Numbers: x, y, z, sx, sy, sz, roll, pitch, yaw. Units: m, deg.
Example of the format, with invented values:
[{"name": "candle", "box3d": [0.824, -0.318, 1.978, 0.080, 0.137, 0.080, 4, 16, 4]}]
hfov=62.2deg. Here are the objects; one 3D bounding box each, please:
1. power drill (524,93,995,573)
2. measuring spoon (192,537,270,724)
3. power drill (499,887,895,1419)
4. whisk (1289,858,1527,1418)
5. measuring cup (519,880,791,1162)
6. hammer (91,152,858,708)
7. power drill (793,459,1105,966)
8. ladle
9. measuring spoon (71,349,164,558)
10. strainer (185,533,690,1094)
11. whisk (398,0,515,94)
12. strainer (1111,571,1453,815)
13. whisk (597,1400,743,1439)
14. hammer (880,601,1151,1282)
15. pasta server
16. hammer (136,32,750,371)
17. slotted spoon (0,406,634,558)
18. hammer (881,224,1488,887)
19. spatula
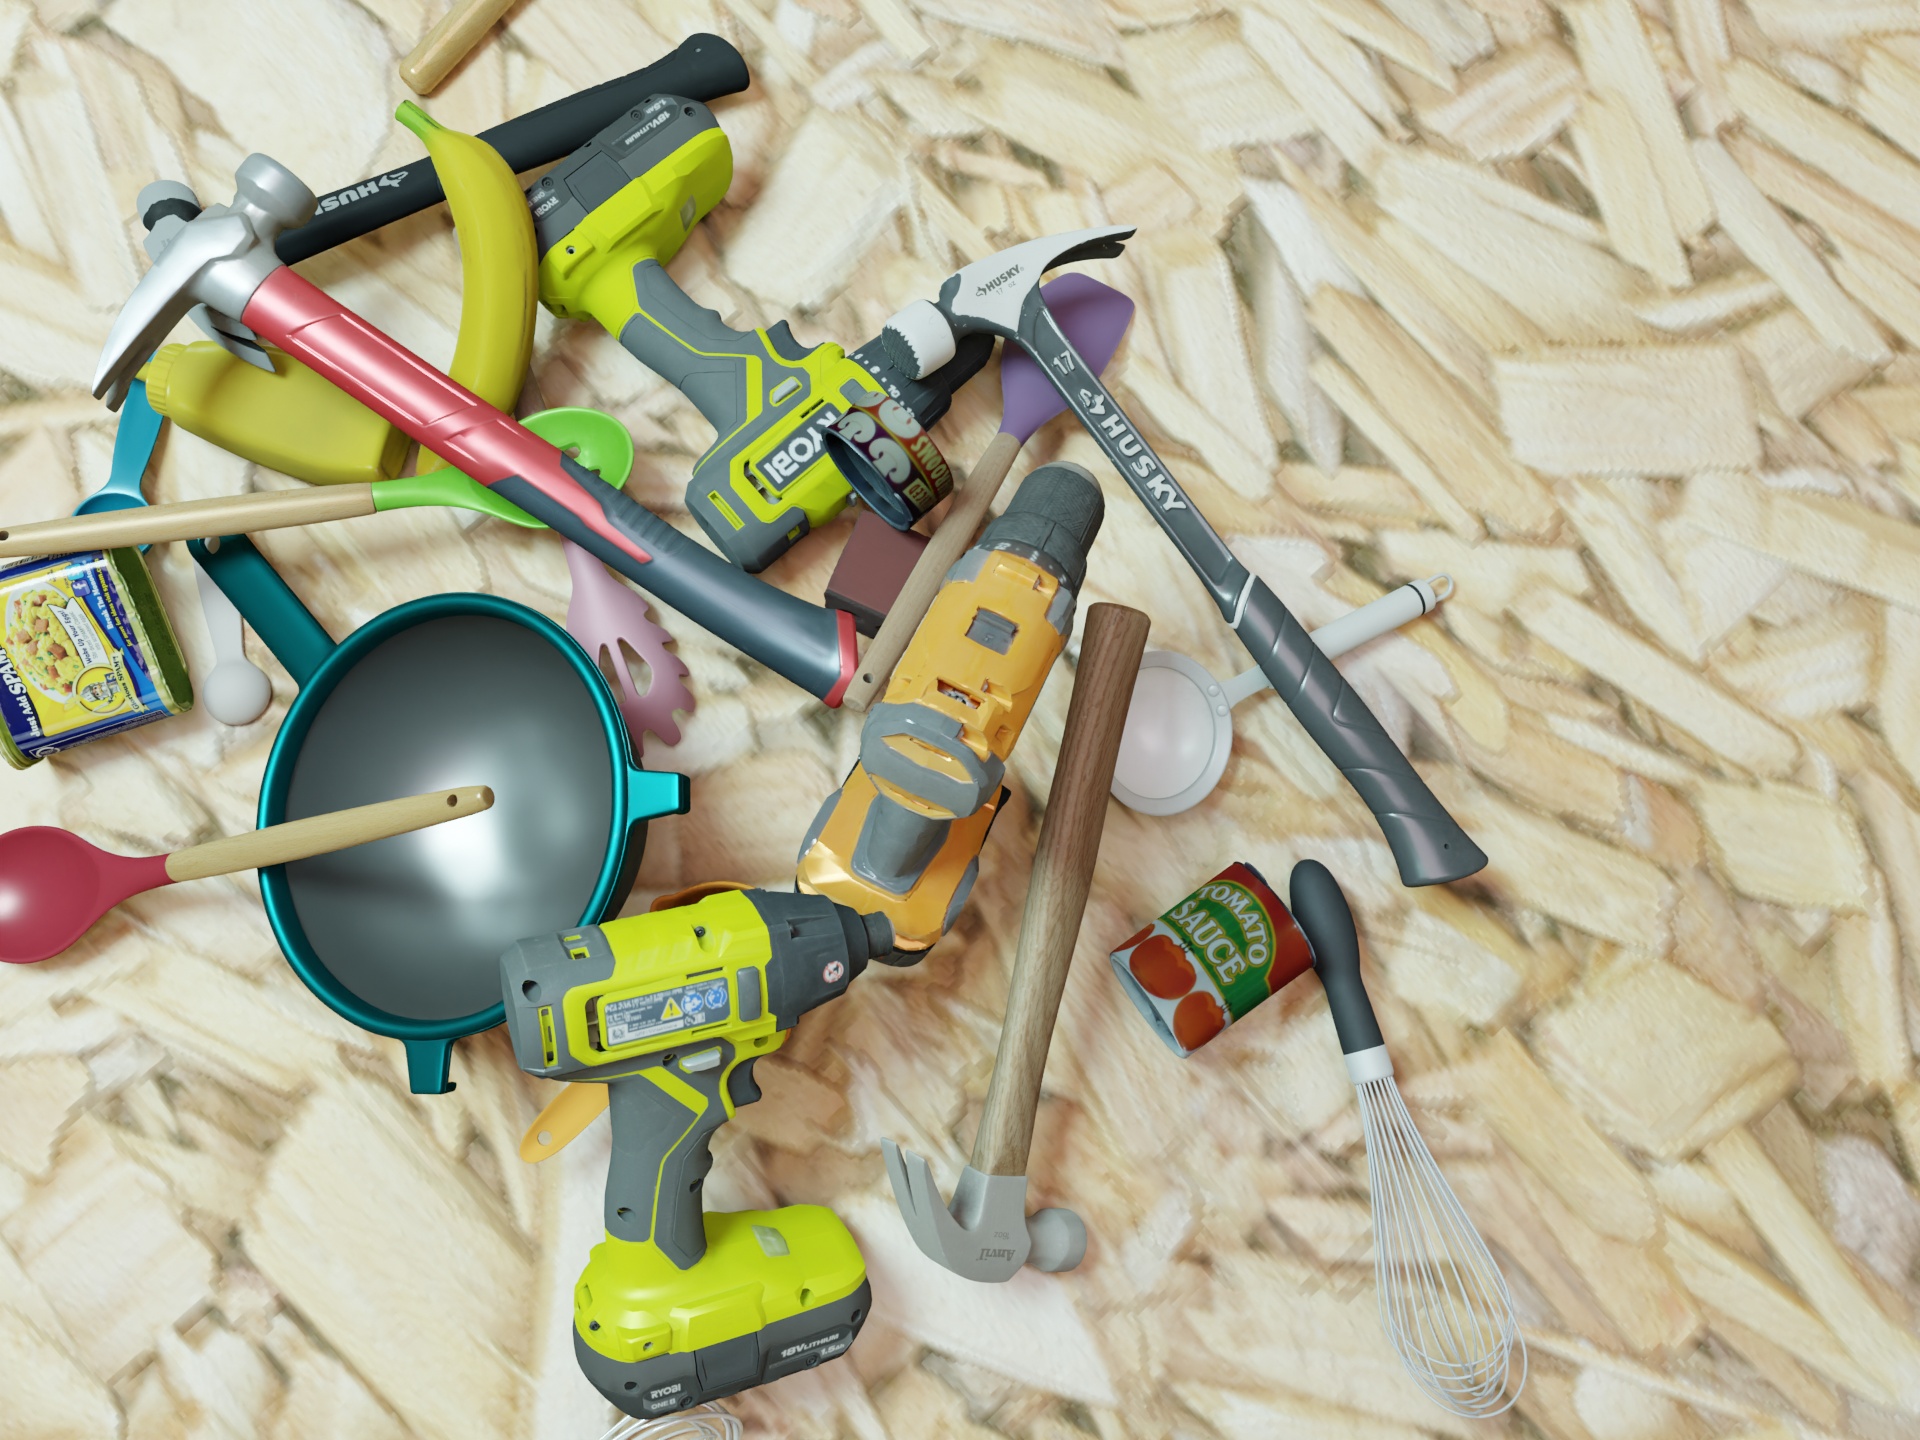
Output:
[{"name": "power drill", "box3d": [-0.112, -0.218, 0.858, 0.190, 0.080, 0.228, -41, 87, -9]}, {"name": "measuring spoon", "box3d": [-0.393, -0.058, 0.841, 0.034, 0.018, 0.124, -14, 80, -6]}, {"name": "power drill", "box3d": [-0.108, 0.189, 0.724, 0.171, 0.080, 0.223, -9, 111, -22]}, {"name": "whisk", "box3d": [0.218, 0.208, 0.812, 0.070, 0.070, 0.285, -14, 76, -6]}, {"name": "measuring cup", "box3d": [-0.150, 0.156, 0.800, 0.173, 0.052, 0.095, -44, 85, -8]}, {"name": "hammer", "box3d": [-0.222, -0.111, 0.783, 0.386, 0.038, 0.143, 34, 81, -5]}, {"name": "power drill", "box3d": [-0.001, -0.002, 0.747, 0.084, 0.226, 0.185, 26, 56, 1]}, {"name": "ladle", "box3d": [-0.357, 0.064, 0.762, 0.315, 0.031, 0.069, -12, 79, 19]}, {"name": "measuring spoon", "box3d": [-0.444, -0.140, 0.857, 0.042, 0.021, 0.129, 8, 70, -10]}, {"name": "strainer", "box3d": [-0.274, 0.009, 0.806, 0.341, 0.095, 0.211, 43, 97, 23]}, {"name": "whisk", "box3d": [-0.233, -0.452, 0.911, 0.047, 0.051, 0.245, 40, 83, -2]}, {"name": "strainer", "box3d": [0.161, -0.022, 0.856, 0.258, 0.050, 0.087, -26, 100, -13]}, {"name": "whisk", "box3d": [-0.218, 0.389, 0.758, 0.246, 0.059, 0.058, -24, 45, -4]}, {"name": "hammer", "box3d": [0.041, 0.105, 0.772, 0.130, 0.031, 0.331, 17, 84, -43]}, {"name": "pasta server", "box3d": [-0.220, -0.130, 0.862, 0.060, 0.040, 0.316, -21, 78, -7]}, {"name": "hammer", "box3d": [-0.270, -0.299, 0.868, 0.335, 0.035, 0.146, -27, 58, -12]}, {"name": "slotted spoon", "box3d": [-0.321, -0.110, 0.799, 0.313, 0.031, 0.070, -10, 68, -13]}, {"name": "hammer", "box3d": [0.137, -0.081, 0.828, 0.149, 0.036, 0.409, -37, 88, -18]}, {"name": "spatula", "box3d": [0.013, -0.130, 0.837, 0.060, 0.018, 0.316, 26, 61, 3]}]
